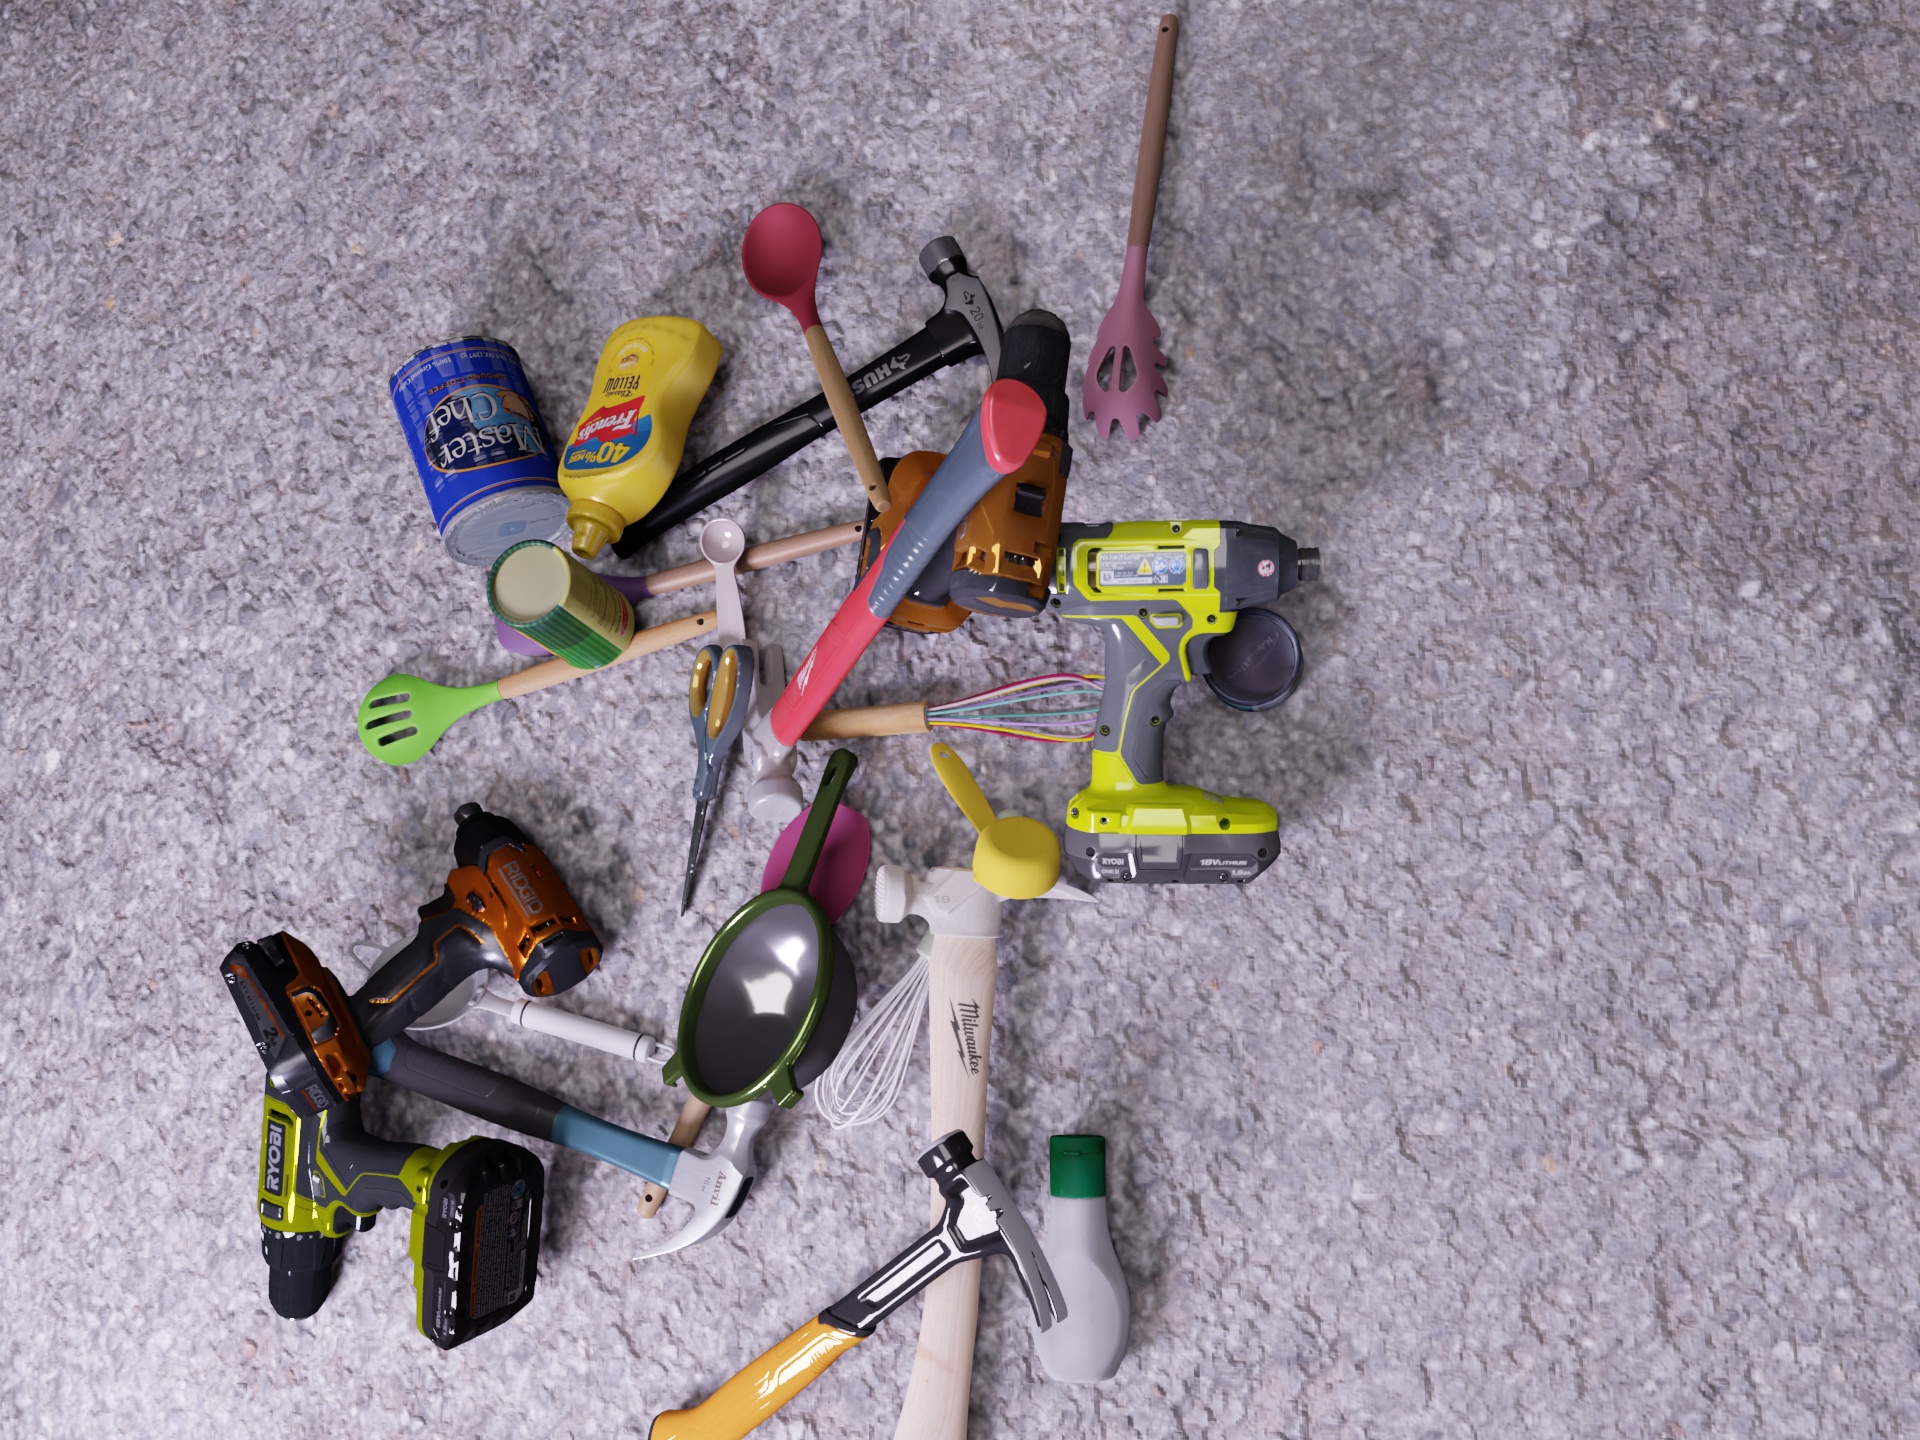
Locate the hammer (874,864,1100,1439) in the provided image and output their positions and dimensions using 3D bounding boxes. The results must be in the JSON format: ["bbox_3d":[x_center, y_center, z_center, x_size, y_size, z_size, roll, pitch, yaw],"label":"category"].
[{"bbox_3d":[0.007,0.302,1.035,0.146,0.038,0.411,4,87,-11],"label":"hammer"}]

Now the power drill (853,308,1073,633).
[{"bbox_3d":[0.006,-0.150,1.025,0.084,0.226,0.185,11,83,-20],"label":"power drill"}]

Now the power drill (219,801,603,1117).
[{"bbox_3d":[-0.390,0.158,1.122,0.226,0.084,0.164,-28,61,-22],"label":"power drill"}]

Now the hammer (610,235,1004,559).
[{"bbox_3d":[-0.116,-0.211,1.169,0.335,0.035,0.146,-29,74,10],"label":"hammer"}]

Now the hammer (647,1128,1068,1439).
[{"bbox_3d":[-0.083,0.401,1.011,0.337,0.034,0.127,-43,70,22],"label":"hammer"}]

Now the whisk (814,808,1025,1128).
[{"bbox_3d":[-0.024,0.167,1.077,0.057,0.059,0.246,32,86,-18],"label":"whisk"}]

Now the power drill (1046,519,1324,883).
[{"bbox_3d":[0.140,-0.014,1.003,0.171,0.080,0.223,0,99,6],"label":"power drill"}]

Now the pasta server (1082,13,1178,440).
[{"bbox_3d":[0.130,-0.354,1.130,0.060,0.040,0.316,5,78,17],"label":"pasta server"}]

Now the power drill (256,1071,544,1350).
[{"bbox_3d":[-0.406,0.351,1.116,0.228,0.080,0.190,9,96,29],"label":"power drill"}]

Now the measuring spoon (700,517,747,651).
[{"bbox_3d":[-0.167,-0.086,1.162,0.034,0.018,0.124,-2,100,13],"label":"measuring spoon"}]

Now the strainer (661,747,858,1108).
[{"bbox_3d":[-0.102,0.146,1.078,0.151,0.069,0.256,-7,57,48],"label":"strainer"}]

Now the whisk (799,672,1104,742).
[{"bbox_3d":[-0.002,-0.002,1.099,0.245,0.051,0.047,-5,85,18],"label":"whisk"}]

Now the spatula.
[{"bbox_3d":[-0.208,-0.105,1.185,0.316,0.018,0.060,-14,87,14],"label":"spatula"}]

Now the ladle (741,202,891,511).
[{"bbox_3d":[-0.097,-0.260,1.127,0.069,0.031,0.316,-35,53,18],"label":"ladle"}]

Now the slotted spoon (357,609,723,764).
[{"bbox_3d":[-0.324,-0.033,1.202,0.314,0.031,0.070,-17,85,11],"label":"slotted spoon"}]

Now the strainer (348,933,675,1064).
[{"bbox_3d":[-0.326,0.212,1.154,0.258,0.050,0.087,14,44,12],"label":"strainer"}]

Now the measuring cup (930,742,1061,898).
[{"bbox_3d":[0.016,0.056,1.058,0.062,0.029,0.157,-13,44,-23],"label":"measuring cup"}]

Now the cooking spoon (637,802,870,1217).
[{"bbox_3d":[-0.151,0.203,1.118,0.069,0.017,0.319,26,88,11],"label":"cooking spoon"}]

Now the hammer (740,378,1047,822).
[{"bbox_3d":[-0.057,-0.086,0.990,0.386,0.038,0.143,-49,41,48],"label":"hammer"}]

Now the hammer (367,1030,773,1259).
[{"bbox_3d":[-0.293,0.279,1.125,0.331,0.033,0.128,14,84,22],"label":"hammer"}]
